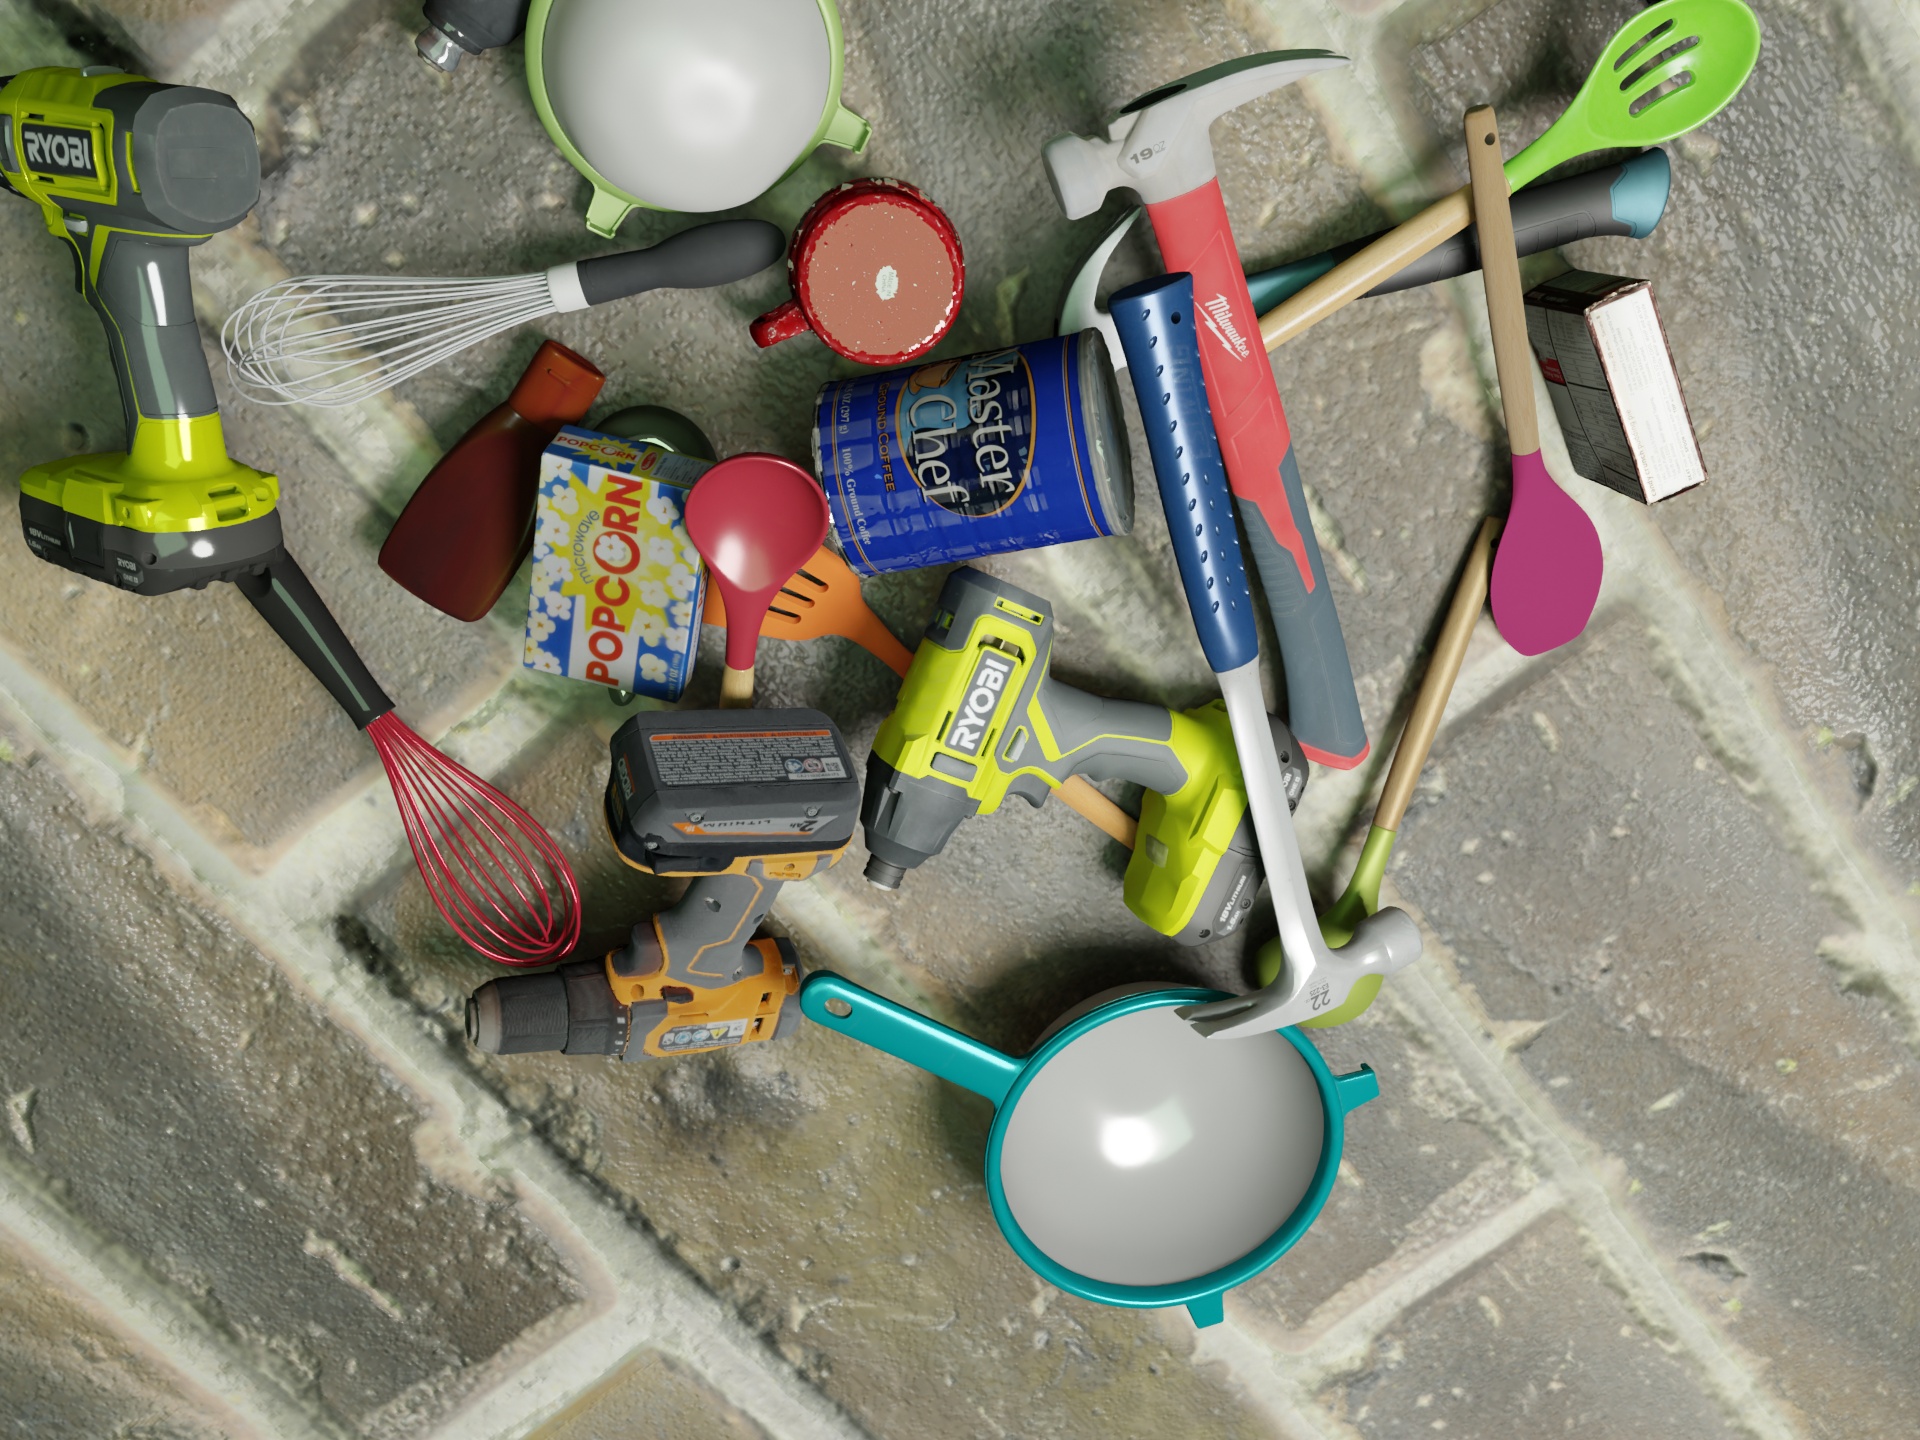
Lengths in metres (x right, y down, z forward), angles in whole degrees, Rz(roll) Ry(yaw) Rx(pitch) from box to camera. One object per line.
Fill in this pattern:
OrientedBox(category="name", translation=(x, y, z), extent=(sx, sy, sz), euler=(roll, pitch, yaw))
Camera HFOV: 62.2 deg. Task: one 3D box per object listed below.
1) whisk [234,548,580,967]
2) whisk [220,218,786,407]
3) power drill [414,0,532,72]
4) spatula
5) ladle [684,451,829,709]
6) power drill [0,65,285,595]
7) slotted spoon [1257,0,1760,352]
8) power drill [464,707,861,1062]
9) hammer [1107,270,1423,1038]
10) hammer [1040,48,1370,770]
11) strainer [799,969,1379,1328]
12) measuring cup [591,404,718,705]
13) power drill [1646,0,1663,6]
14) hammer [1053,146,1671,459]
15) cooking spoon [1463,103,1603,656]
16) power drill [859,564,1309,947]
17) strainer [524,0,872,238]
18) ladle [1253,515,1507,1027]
OrientedBox(category="whisk", translation=(-0.305, 0.014, 0.867), extent=(0.073, 0.073, 0.295), euler=(-33, 101, 7))
OrientedBox(category="whisk", translation=(-0.225, -0.206, 0.787), extent=(0.284, 0.070, 0.070), euler=(-12, 109, 1))
OrientedBox(category="power drill", translation=(-0.261, -0.417, 0.710), extent=(0.226, 0.084, 0.164), euler=(36, 102, -19))
OrientedBox(category="spatula", translation=(-0.001, -0.003, 0.891), extent=(0.322, 0.041, 0.081), euler=(36, 117, -16))
OrientedBox(category="ladle", translation=(-0.117, -0.009, 0.837), extent=(0.069, 0.031, 0.315), euler=(6, 129, -8))
OrientedBox(category="power drill", translation=(-0.404, -0.189, 0.753), extent=(0.191, 0.080, 0.228), euler=(16, 116, 28))
OrientedBox(category="slotted spoon", translation=(0.248, -0.257, 0.796), extent=(0.314, 0.031, 0.070), euler=(-32, 124, 9))
OrientedBox(category="power drill", translation=(-0.159, 0.100, 0.842), extent=(0.185, 0.084, 0.226), euler=(-2, 134, -25))
OrientedBox(category="hammer", translation=(0.136, -0.017, 0.800), extent=(0.144, 0.035, 0.405), euler=(-24, 114, -16))
OrientedBox(category="hammer", translation=(0.169, -0.137, 0.818), extent=(0.143, 0.038, 0.386), euler=(-22, 121, 4))
OrientedBox(category="strainer", translation=(0.058, 0.208, 0.936), extent=(0.340, 0.095, 0.211), euler=(27, 103, -14))
OrientedBox(category="measuring cup", translation=(-0.174, -0.083, 0.850), extent=(0.083, 0.038, 0.167), euler=(8, 106, -7))
OrientedBox(category="power drill", translation=(0.342, -0.478, 0.740), extent=(0.187, 0.080, 0.226), euler=(22, 103, -12))
OrientedBox(category="hammer", translation=(0.208, -0.235, 0.833), extent=(0.331, 0.033, 0.128), euler=(-15, 110, 1))
OrientedBox(category="cooking spoon", translation=(0.294, -0.166, 0.837), extent=(0.069, 0.017, 0.318), euler=(-23, 124, -1))
OrientedBox(category="power drill", translation=(0.061, 0.035, 0.856), extent=(0.223, 0.080, 0.171), euler=(21, 96, -24))
OrientedBox(category="strainer", translation=(-0.135, -0.330, 0.700), extent=(0.151, 0.069, 0.256), euler=(-18, 136, 0))
OrientedBox(category="ladle", translation=(0.252, 0.034, 0.930), extent=(0.078, 0.062, 0.320), euler=(16, 100, -11))
